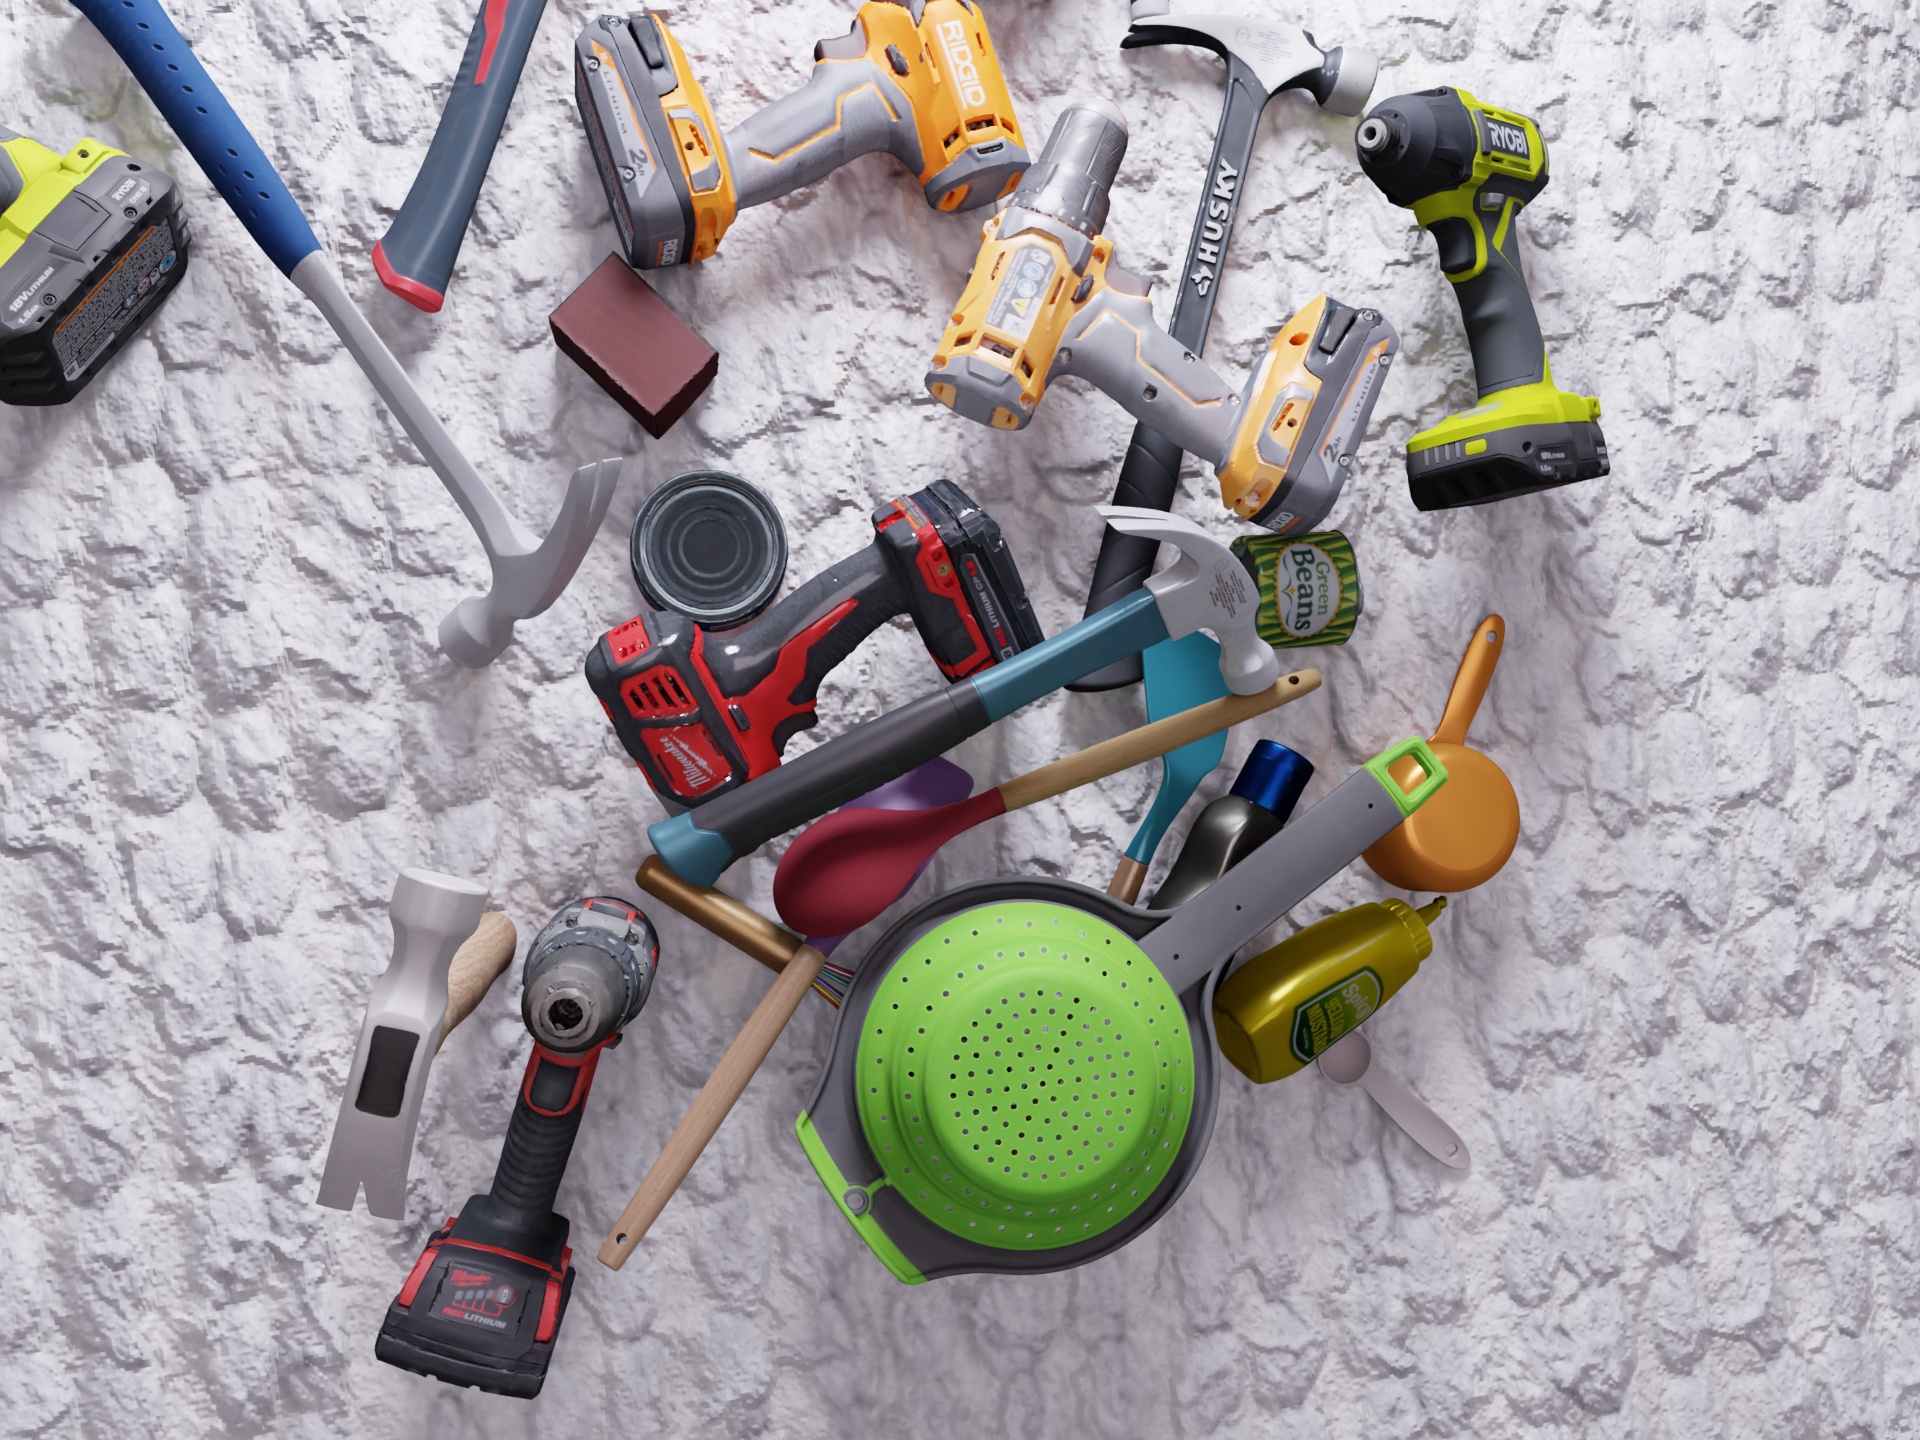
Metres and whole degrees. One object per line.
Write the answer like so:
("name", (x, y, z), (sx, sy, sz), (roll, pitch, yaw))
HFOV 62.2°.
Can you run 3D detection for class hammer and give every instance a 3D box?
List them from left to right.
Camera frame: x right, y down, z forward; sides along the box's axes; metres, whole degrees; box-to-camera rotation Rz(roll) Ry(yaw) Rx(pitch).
("hammer", (-0.324, -0.227, 0.813), (0.144, 0.035, 0.405), (-37, 88, 31))
("hammer", (-0.221, 0.119, 0.687), (0.031, 0.331, 0.130), (16, 86, -10))
("hammer", (-0.216, -0.399, 0.842), (0.143, 0.038, 0.386), (17, 87, 19))
("hammer", (-0.001, -0.003, 0.809), (0.331, 0.033, 0.128), (-27, 121, -2))
("hammer", (0.122, -0.212, 0.912), (0.149, 0.036, 0.409), (15, 85, -7))

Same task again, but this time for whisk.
("whisk", (-0.067, 0.141, 0.863), (0.245, 0.051, 0.047), (32, 72, -2))

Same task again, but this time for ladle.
("ladle", (0.046, 0.034, 0.842), (0.315, 0.031, 0.069), (-21, 57, -5))

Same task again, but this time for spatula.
("spatula", (-0.092, 0.140, 0.826), (0.060, 0.018, 0.316), (28, 65, 11))
("spatula", (0.083, 0.099, 0.889), (0.082, 0.044, 0.317), (22, 91, -37))

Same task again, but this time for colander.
("colander", (0.101, 0.130, 0.802), (0.397, 0.094, 0.204), (-36, 85, -8))

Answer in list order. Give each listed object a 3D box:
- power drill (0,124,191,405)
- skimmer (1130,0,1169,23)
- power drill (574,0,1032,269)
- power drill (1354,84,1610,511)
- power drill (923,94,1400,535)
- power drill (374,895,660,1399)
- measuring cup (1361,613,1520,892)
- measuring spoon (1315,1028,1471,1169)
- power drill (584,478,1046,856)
("power drill", (-0.521, -0.254, 0.767), (0.228, 0.080, 0.191), (31, 66, -7))
("skimmer", (0.126, -0.587, 0.902), (0.127, 0.090, 0.363), (-1, 90, -41))
("power drill", (-0.088, -0.344, 0.862), (0.226, 0.084, 0.164), (-18, 90, -14))
("power drill", (0.285, -0.236, 0.889), (0.171, 0.080, 0.223), (-13, 91, -47))
("power drill", (0.115, -0.218, 0.857), (0.226, 0.084, 0.185), (23, 83, -1))
("power drill", (-0.203, 0.199, 0.763), (0.080, 0.188, 0.227), (18, 89, -8))
("measuring cup", (0.292, 0.017, 0.919), (0.095, 0.052, 0.173), (22, 86, -8))
("measuring spoon", (0.251, 0.221, 0.925), (0.124, 0.018, 0.034), (42, 81, -12))
("power drill", (-0.070, -0.023, 0.838), (0.219, 0.079, 0.143), (-27, 120, -5))
